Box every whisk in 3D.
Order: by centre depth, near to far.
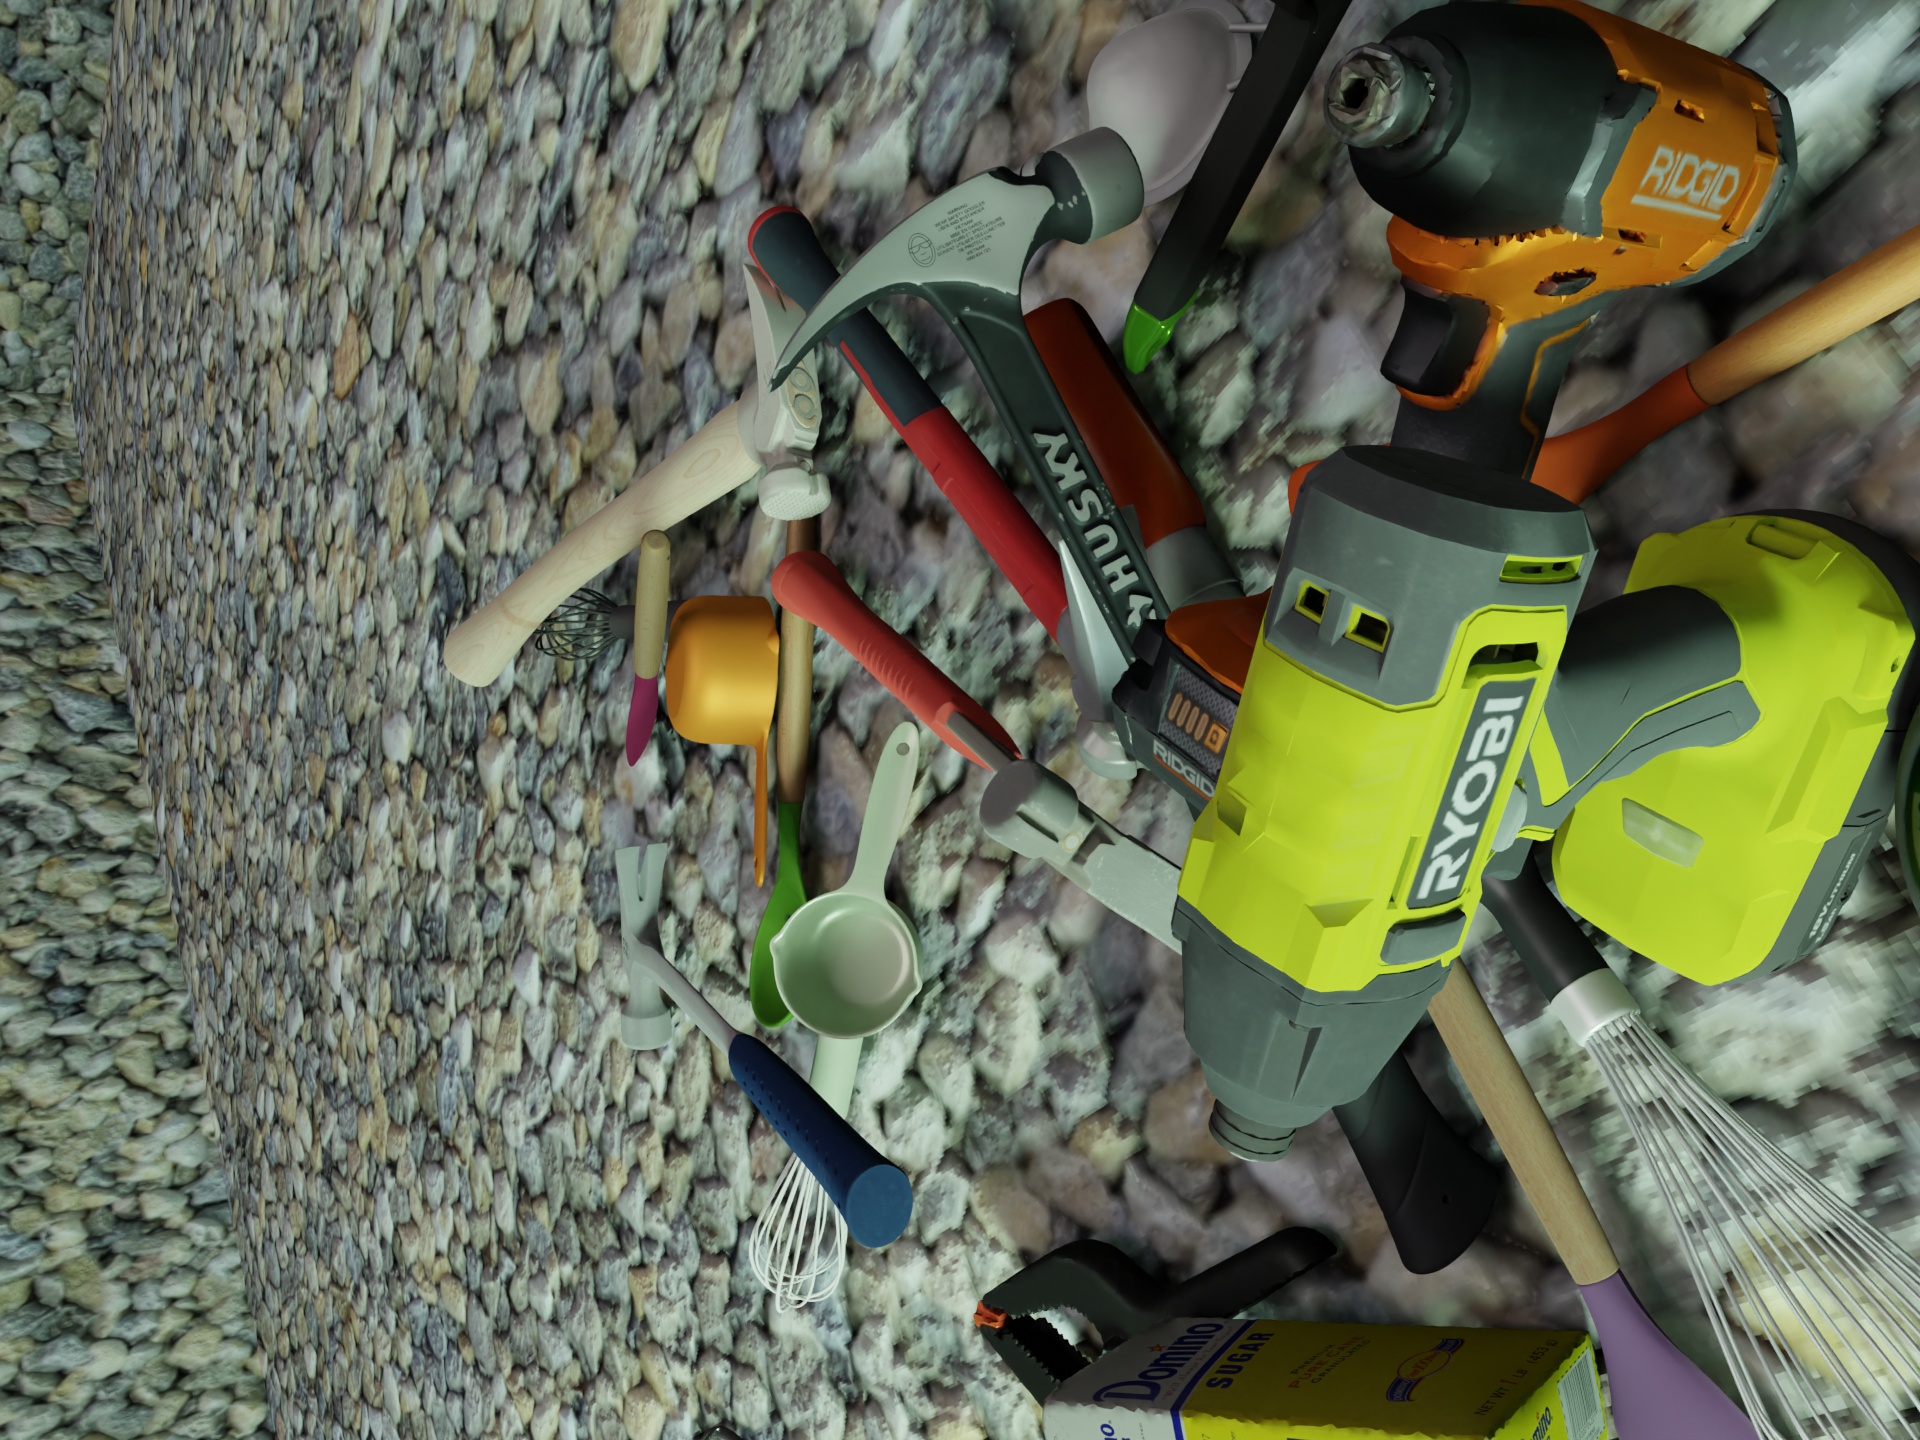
[{"bbox_3d":[0.213,0.116,0.487,0.070,0.070,0.285,-59,45,38],"label":"whisk"},{"bbox_3d":[-0.077,0.227,0.899,0.058,0.059,0.246,16,107,13],"label":"whisk"},{"bbox_3d":[-0.219,-0.063,1.051,0.239,0.055,0.055,4,97,48],"label":"whisk"}]

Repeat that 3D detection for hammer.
[{"bbox_3d":[0.078,0.006,0.551,0.409,0.149,0.036,63,167,-2],"label":"hammer"},{"bbox_3d":[-0.018,-0.147,0.733,0.387,0.038,0.143,57,169,37],"label":"hammer"},{"bbox_3d":[-0.001,-0.002,0.734,0.036,0.149,0.359,-54,35,4],"label":"hammer"},{"bbox_3d":[-0.130,0.182,0.907,0.406,0.035,0.144,21,114,61],"label":"hammer"},{"bbox_3d":[-0.220,-0.123,0.991,0.410,0.038,0.146,-25,67,43],"label":"hammer"}]

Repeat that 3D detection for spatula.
[{"bbox_3d":[0.227,-0.108,0.449,0.322,0.041,0.081,-33,68,49],"label":"spatula"},{"bbox_3d":[0.194,0.153,0.510,0.059,0.018,0.316,-39,74,52],"label":"spatula"}]

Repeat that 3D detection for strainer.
[{"bbox_3d":[0.039,-0.238,0.686,0.258,0.050,0.087,-17,65,56],"label":"strainer"}]

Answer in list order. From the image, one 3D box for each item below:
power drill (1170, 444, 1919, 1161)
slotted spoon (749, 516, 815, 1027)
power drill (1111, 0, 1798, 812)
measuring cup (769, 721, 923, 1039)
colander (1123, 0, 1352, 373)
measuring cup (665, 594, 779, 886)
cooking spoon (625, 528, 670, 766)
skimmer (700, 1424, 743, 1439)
[{"bbox_3d":[0.153,0.020,0.411,0.080,0.223,0.171,36,122,46],"label":"power drill"},{"bbox_3d":[-0.095,0.021,0.907,0.070,0.031,0.313,14,104,55],"label":"slotted spoon"},{"bbox_3d":[0.123,-0.076,0.433,0.084,0.164,0.226,41,124,38],"label":"power drill"},{"bbox_3d":[-0.045,0.083,0.838,0.083,0.038,0.167,14,86,10],"label":"measuring cup"},{"bbox_3d":[0.153,-0.227,0.488,0.094,0.204,0.396,35,148,5],"label":"colander"},{"bbox_3d":[-0.138,0.010,0.907,0.095,0.052,0.174,135,135,-61],"label":"measuring cup"},{"bbox_3d":[-0.183,-0.039,0.932,0.318,0.017,0.069,123,156,-68],"label":"cooking spoon"},{"bbox_3d":[0.039,0.329,0.591,0.363,0.090,0.127,-9,92,21],"label":"skimmer"}]
